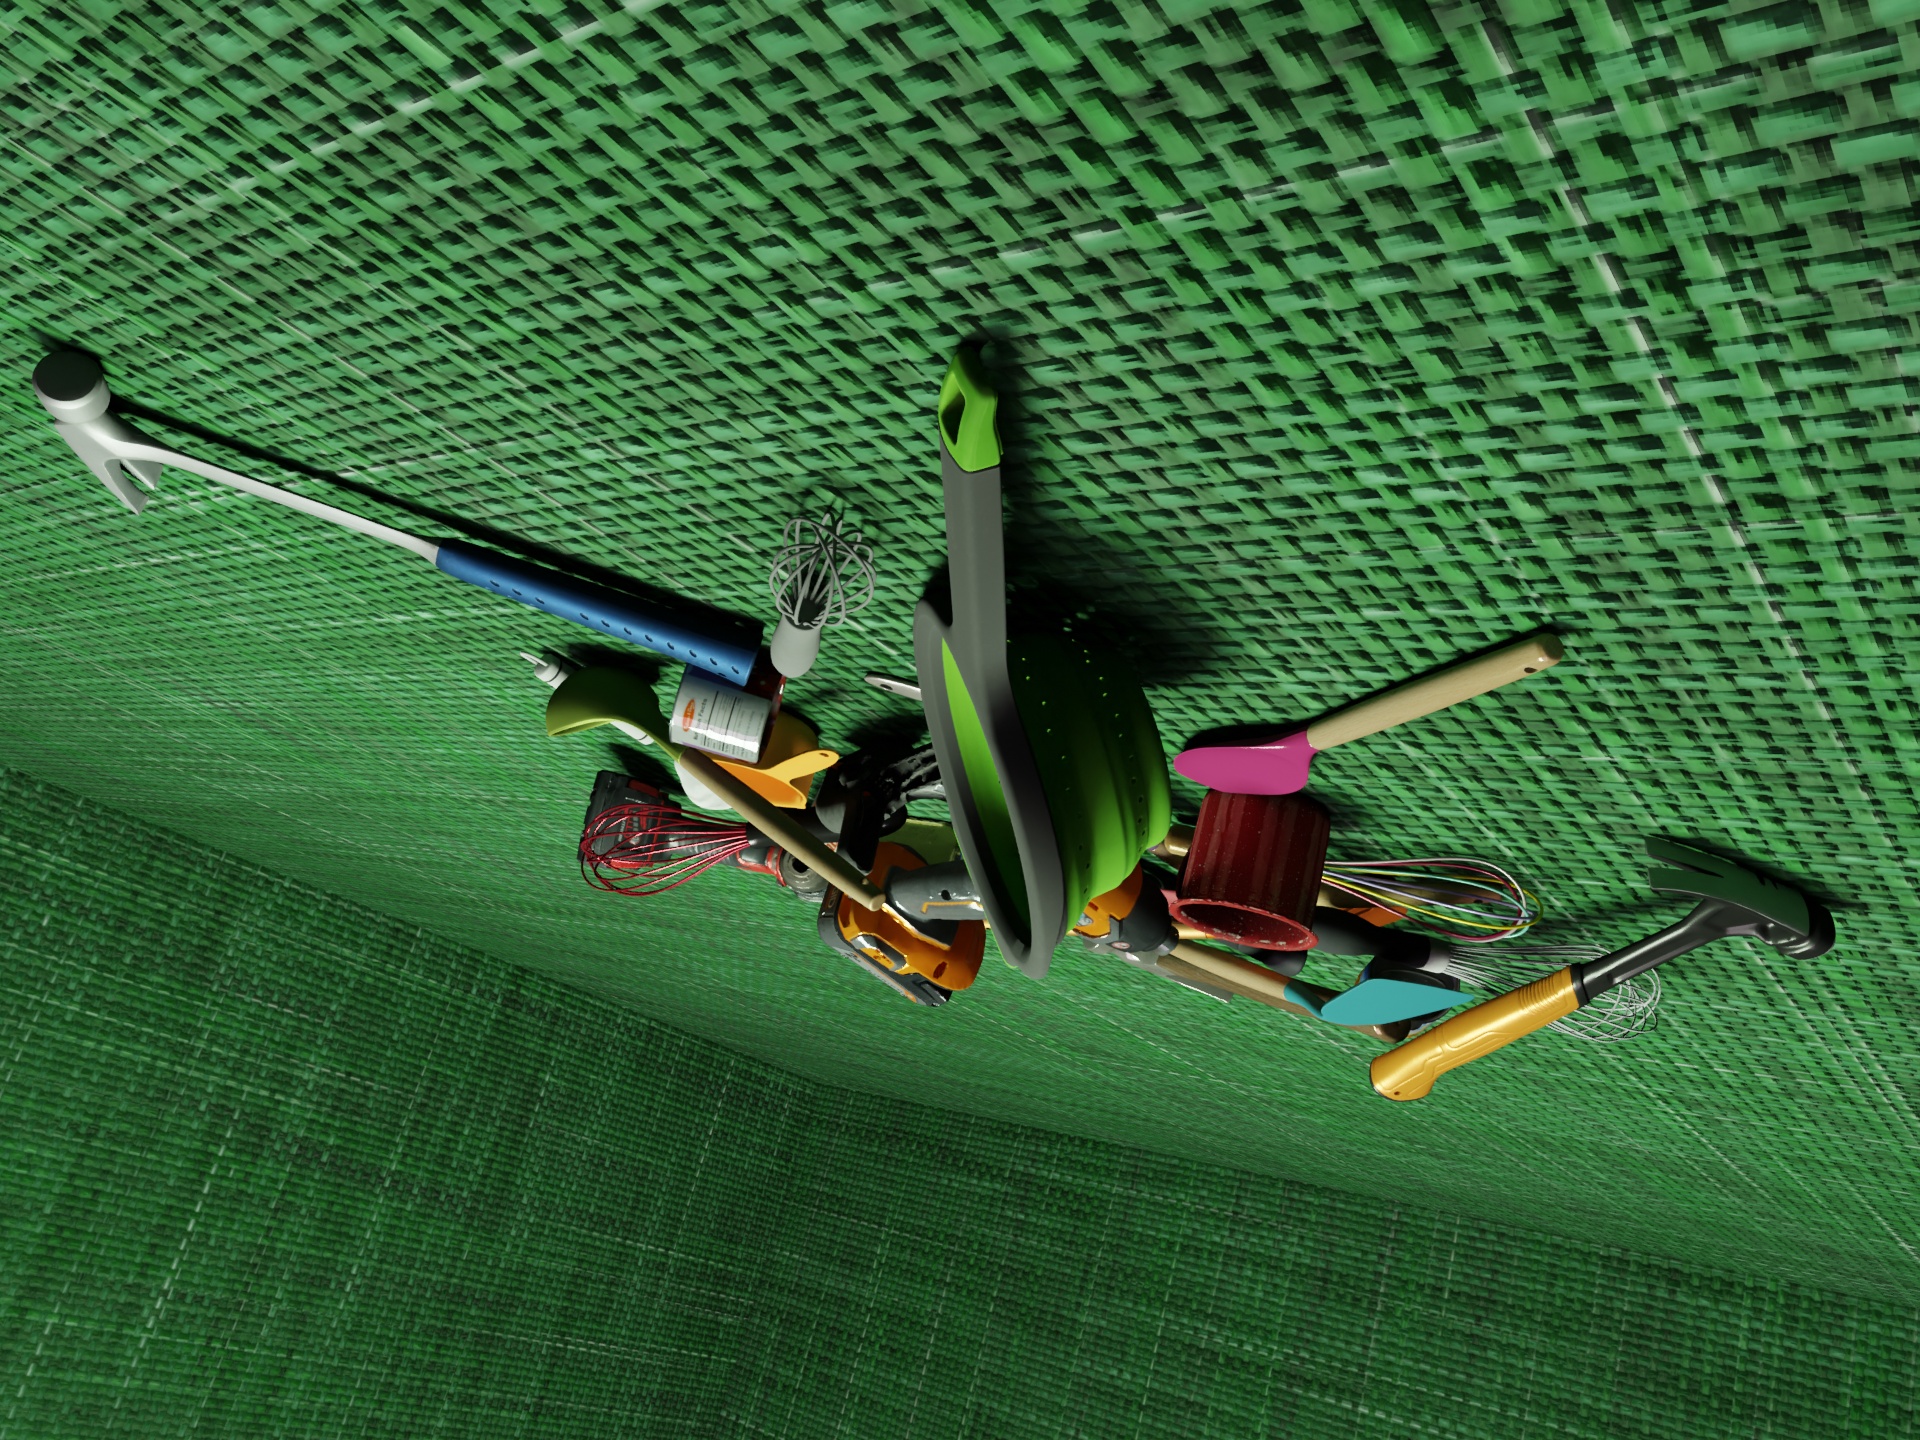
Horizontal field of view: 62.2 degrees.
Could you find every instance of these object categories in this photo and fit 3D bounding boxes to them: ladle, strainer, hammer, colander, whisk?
[{"bbox_3d":[0.205,0.121,1.088,0.315,0.031,0.069,-4,149,24],"label":"ladle"},{"bbox_3d":[-0.230,0.013,1.189,0.087,0.050,0.258,18,165,46],"label":"strainer"},{"bbox_3d":[-0.314,-0.101,0.930,0.405,0.035,0.144,19,161,-10],"label":"hammer"},{"bbox_3d":[0.045,-0.025,0.757,0.094,0.205,0.396,-16,145,-9],"label":"colander"},{"bbox_3d":[0.367,0.174,1.005,0.127,0.034,0.336,22,143,-16],"label":"hammer"},{"bbox_3d":[0.251,0.100,1.034,0.245,0.047,0.051,11,151,26],"label":"whisk"},{"bbox_3d":[0.121,0.120,1.207,0.408,0.036,0.149,28,159,-32],"label":"hammer"},{"bbox_3d":[-0.160,0.046,1.022,0.078,0.062,0.320,-17,-142,-43],"label":"ladle"},{"bbox_3d":[-0.168,0.085,1.178,0.296,0.073,0.073,-9,151,28],"label":"whisk"},{"bbox_3d":[0.234,0.211,1.268,0.130,0.031,0.331,24,171,-25],"label":"hammer"},{"bbox_3d":[-0.081,-0.057,0.853,0.055,0.055,0.239,18,166,-6],"label":"whisk"},{"bbox_3d":[0.346,0.163,1.070,0.284,0.070,0.070,15,162,-12],"label":"whisk"}]

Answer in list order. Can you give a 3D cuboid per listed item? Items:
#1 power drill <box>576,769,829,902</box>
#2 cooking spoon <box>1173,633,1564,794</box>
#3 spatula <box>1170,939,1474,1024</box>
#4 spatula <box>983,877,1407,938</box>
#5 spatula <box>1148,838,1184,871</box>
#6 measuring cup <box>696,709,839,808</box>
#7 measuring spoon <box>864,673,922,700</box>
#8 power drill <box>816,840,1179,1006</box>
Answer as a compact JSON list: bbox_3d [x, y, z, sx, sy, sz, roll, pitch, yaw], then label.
[{"bbox_3d":[-0.194,0.103,1.311,0.226,0.080,0.188,12,175,5],"label":"power drill"},{"bbox_3d":[0.201,0.003,0.828,0.068,0.017,0.319,23,161,-14],"label":"cooking spoon"},{"bbox_3d":[0.225,0.176,1.129,0.082,0.044,0.318,13,178,-24],"label":"spatula"},{"bbox_3d":[0.158,0.143,1.163,0.323,0.041,0.080,-1,154,25],"label":"spatula"},{"bbox_3d":[0.153,0.094,1.131,0.060,0.018,0.315,-17,145,37],"label":"spatula"},{"bbox_3d":[-0.120,0.015,1.080,0.095,0.052,0.173,26,158,-26],"label":"measuring cup"},{"bbox_3d":[-0.002,-0.003,0.979,0.124,0.018,0.034,18,162,-2],"label":"measuring spoon"},{"bbox_3d":[0.029,0.128,1.075,0.164,0.084,0.226,38,140,-27],"label":"power drill"}]
